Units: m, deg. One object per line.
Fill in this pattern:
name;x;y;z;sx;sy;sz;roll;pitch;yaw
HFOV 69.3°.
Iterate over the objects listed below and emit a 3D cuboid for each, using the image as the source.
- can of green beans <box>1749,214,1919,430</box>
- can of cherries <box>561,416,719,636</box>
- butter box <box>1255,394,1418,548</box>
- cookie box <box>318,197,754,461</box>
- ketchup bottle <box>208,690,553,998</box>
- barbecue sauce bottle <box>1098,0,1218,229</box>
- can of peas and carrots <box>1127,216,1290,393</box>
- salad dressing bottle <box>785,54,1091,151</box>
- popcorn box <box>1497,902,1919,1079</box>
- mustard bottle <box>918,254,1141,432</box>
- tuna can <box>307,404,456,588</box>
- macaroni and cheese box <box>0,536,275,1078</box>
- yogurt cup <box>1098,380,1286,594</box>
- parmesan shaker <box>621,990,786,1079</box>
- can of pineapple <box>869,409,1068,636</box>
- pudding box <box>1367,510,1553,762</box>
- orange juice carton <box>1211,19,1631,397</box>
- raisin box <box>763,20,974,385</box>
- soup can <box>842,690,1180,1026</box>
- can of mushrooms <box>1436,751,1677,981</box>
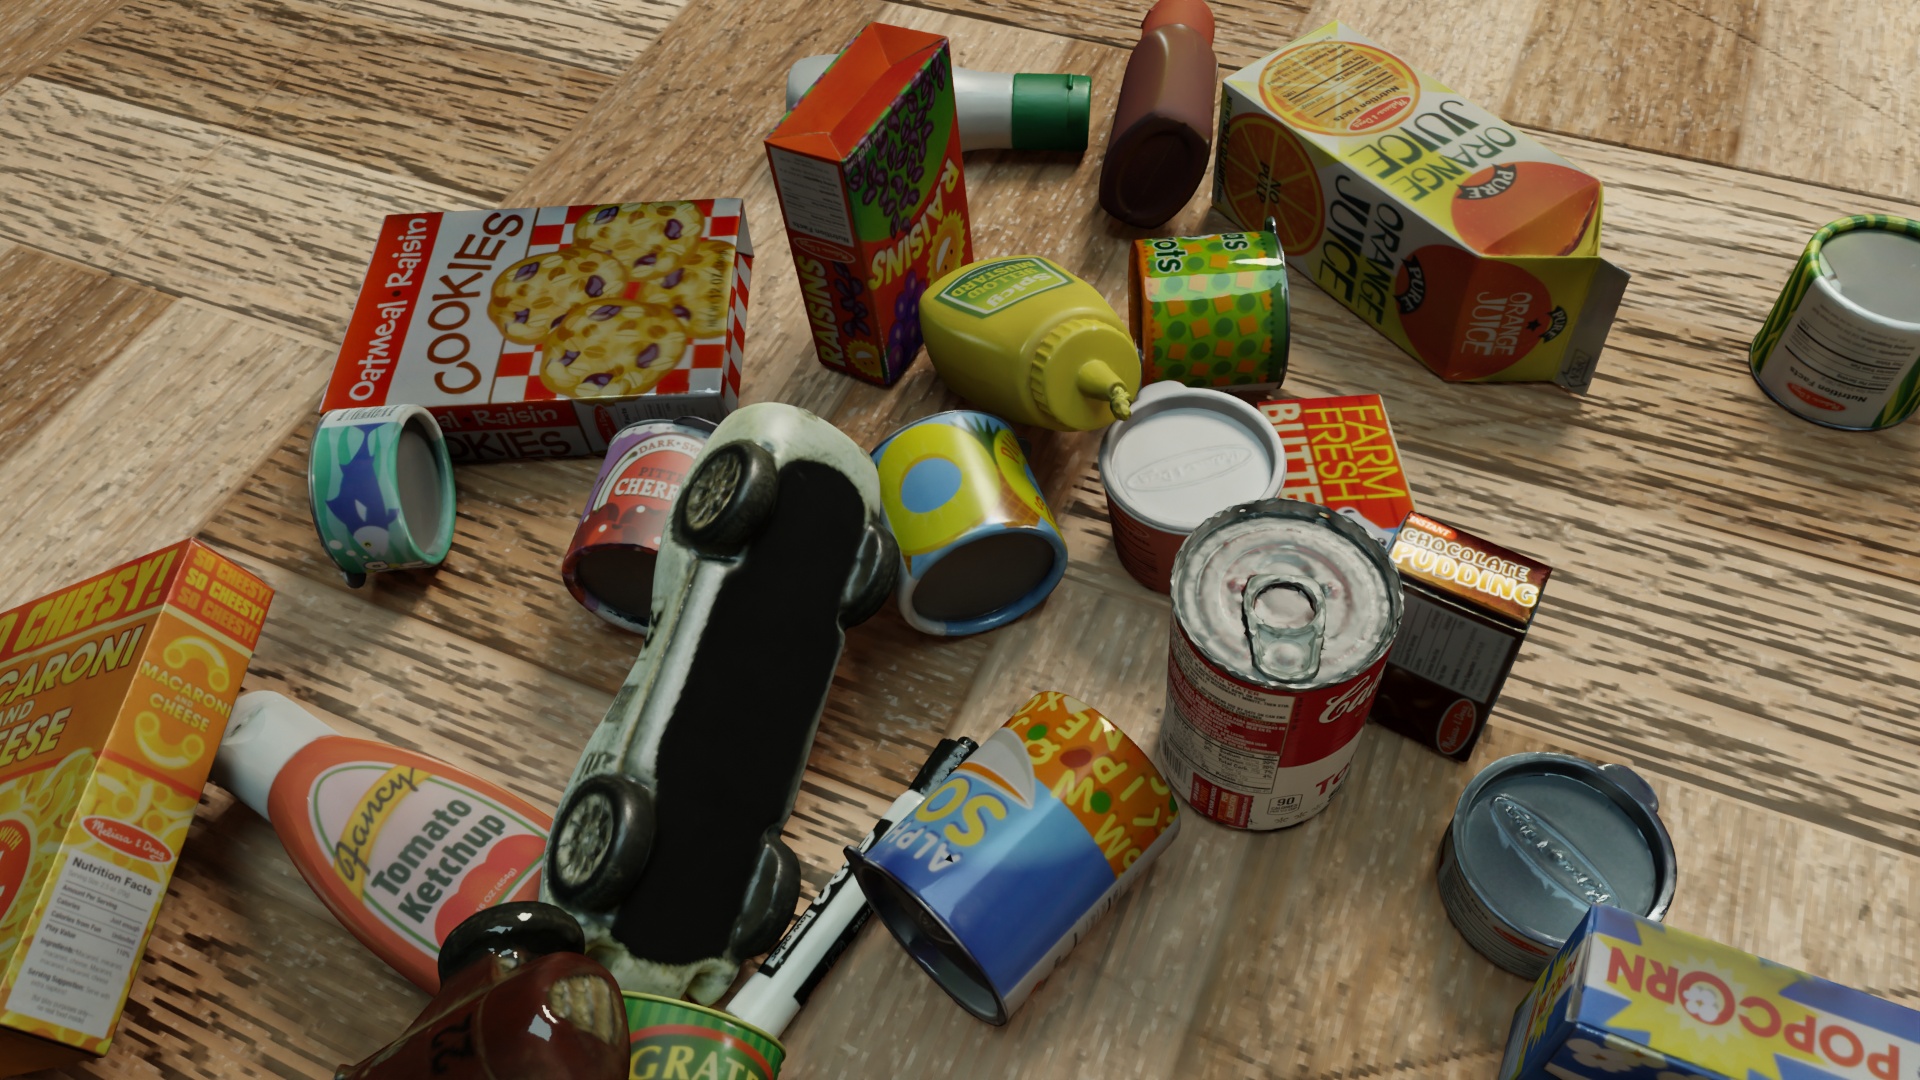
can of green beans;0.361;-0.087;0.554;0.071;0.057;0.071;-2;53;3
can of cherries;-0.110;-0.004;0.522;0.071;0.071;0.059;6;55;9
butter box;0.146;-0.010;0.535;0.053;0.024;0.104;-4;54;1
cookie box;-0.181;-0.093;0.614;0.167;0.040;0.123;-3;53;1
ketchup bottle;-0.194;0.099;0.470;0.149;0.043;0.065;25;57;22
barbecue sauce bottle;0.100;-0.216;0.671;0.044;0.064;0.149;23;46;-9
can of peas and carrots;0.101;-0.096;0.574;0.059;0.070;0.071;-4;53;2
salad dressing bottle;-0.010;-0.213;0.687;0.148;0.043;0.064;3;52;5
popcorn box;0.219;0.151;0.372;0.127;0.084;0.038;17;56;17
mustard bottle;0.032;-0.074;0.536;0.065;0.048;0.160;-24;26;-10
tuna can;-0.226;-0.018;0.546;0.033;0.070;0.071;-5;53;0
macaroni and cheese box;-0.309;0.091;0.462;0.123;0.040;0.167;-17;49;22
yogurt cup;0.086;-0.015;0.525;0.072;0.053;0.073;-2;54;3
parmesan shaker;-0.091;0.187;0.384;0.071;0.071;0.103;6;55;9
can of pineapple;0.002;-0.006;0.517;0.071;0.070;0.058;-17;55;-8
pudding box;0.159;0.034;0.465;0.050;0.083;0.030;24;56;21
orange juice carton;0.199;-0.140;0.597;0.073;0.071;0.193;-32;57;-17
raisin box;-0.033;-0.139;0.583;0.040;0.122;0.086;19;57;20
soup can;0.017;0.096;0.439;0.071;0.071;0.084;37;64;27
can of mushrooms;0.189;0.103;0.442;0.071;0.033;0.071;-3;53;3
